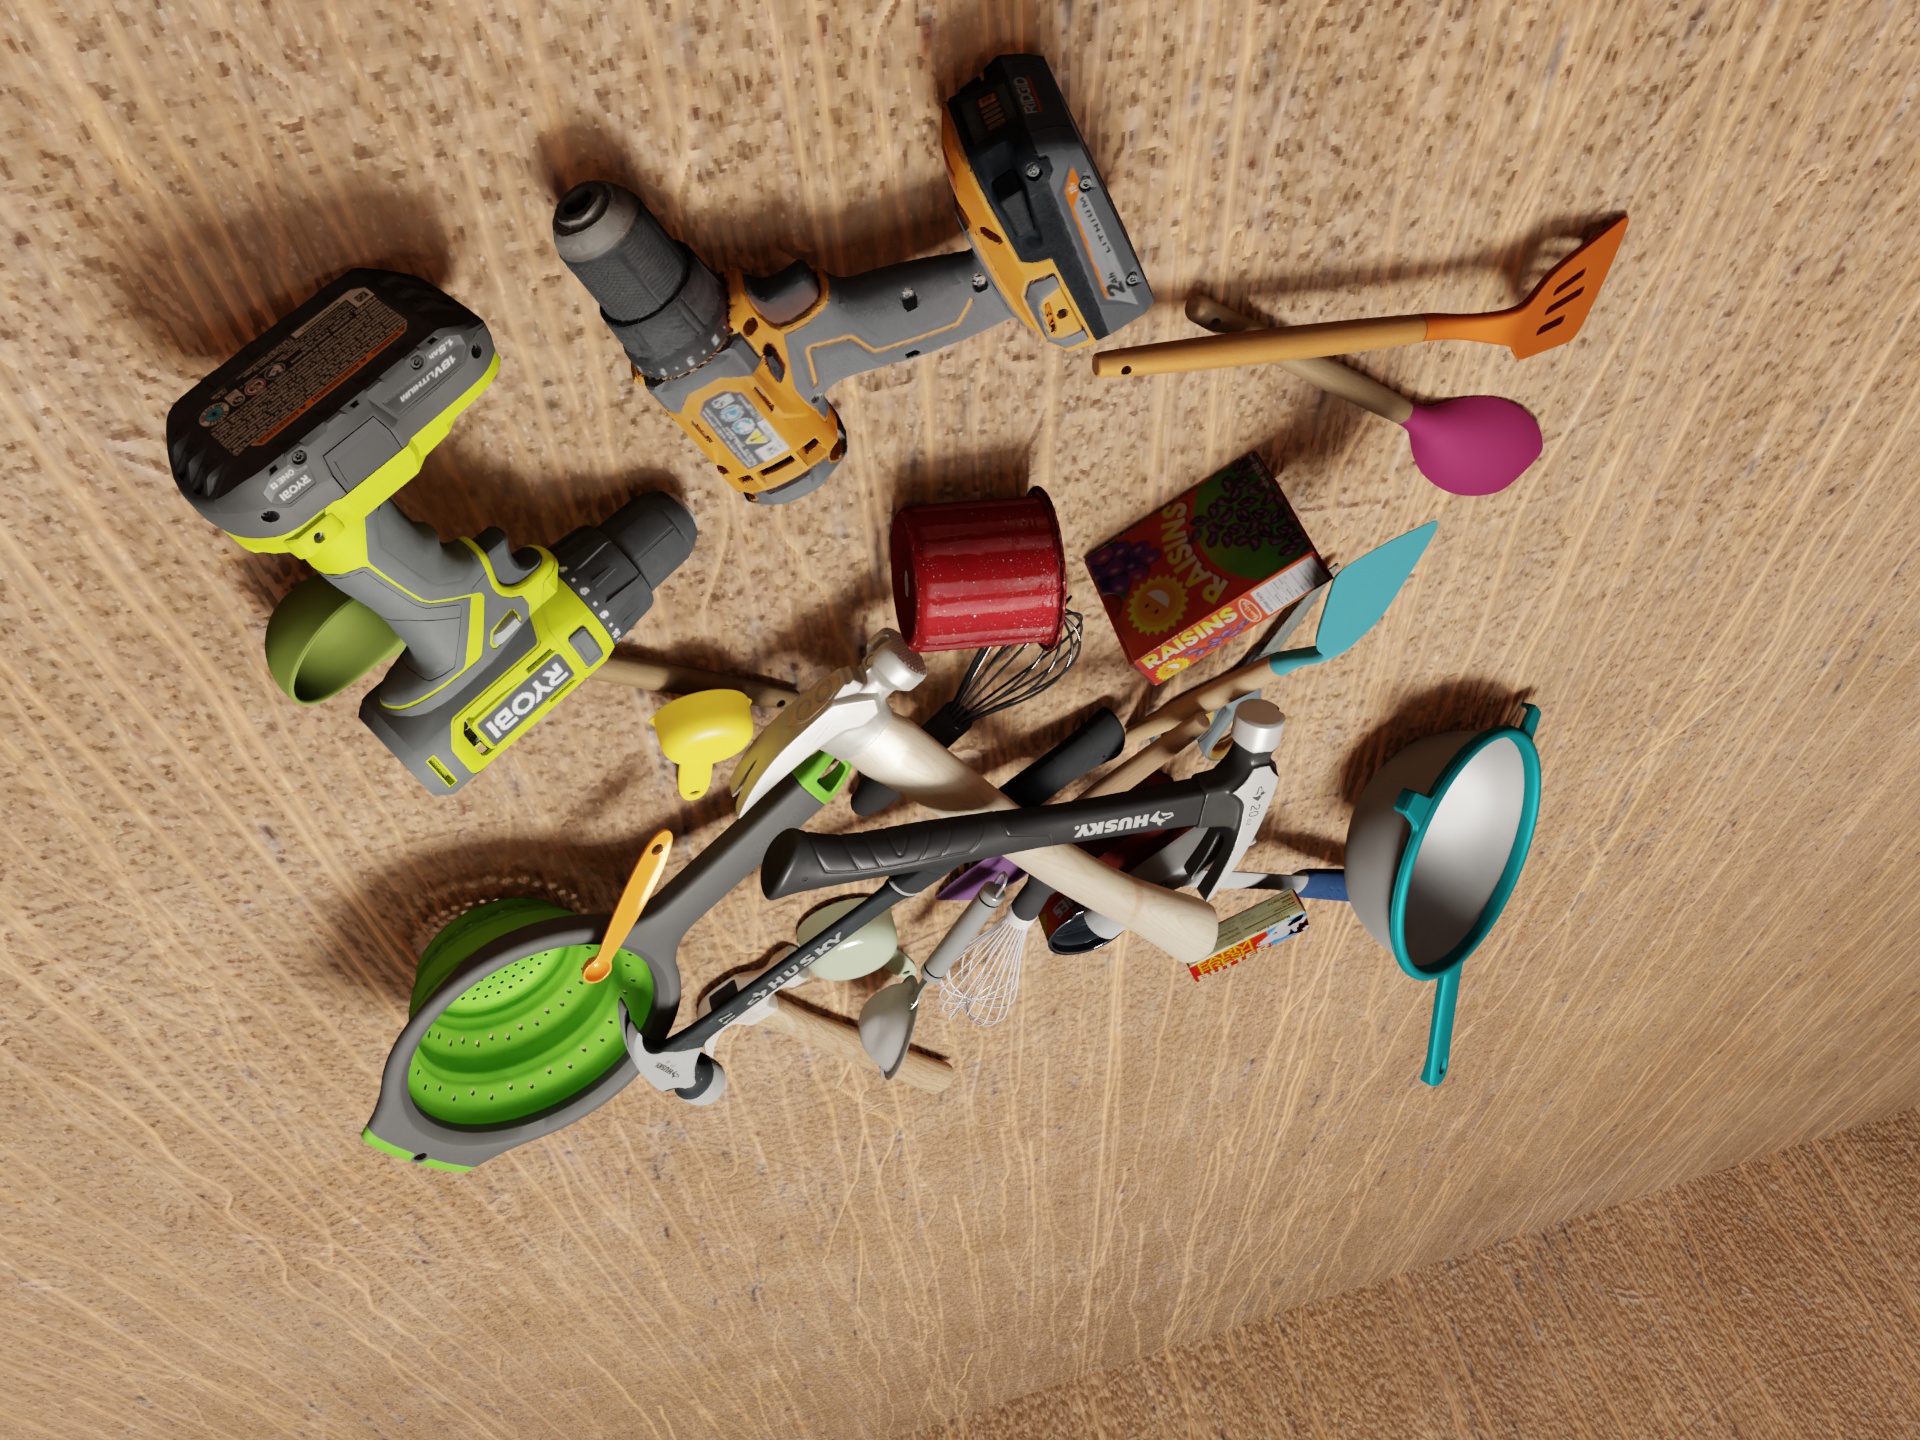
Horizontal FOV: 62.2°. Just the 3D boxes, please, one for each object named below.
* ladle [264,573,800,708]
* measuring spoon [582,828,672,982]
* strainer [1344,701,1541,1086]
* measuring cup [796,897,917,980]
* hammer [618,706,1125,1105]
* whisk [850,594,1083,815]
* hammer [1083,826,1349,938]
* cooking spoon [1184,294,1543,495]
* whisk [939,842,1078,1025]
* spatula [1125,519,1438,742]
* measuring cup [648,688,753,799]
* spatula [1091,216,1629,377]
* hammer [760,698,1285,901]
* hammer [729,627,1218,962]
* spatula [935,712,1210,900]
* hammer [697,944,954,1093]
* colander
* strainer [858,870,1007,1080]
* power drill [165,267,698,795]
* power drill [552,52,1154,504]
[{"bbox_3d":[-0.218,-0.026,0.878,0.320,0.062,0.078,10,127,-40],"label":"ladle"},{"bbox_3d":[-0.210,0.115,0.998,0.021,0.011,0.117,12,112,-48],"label":"measuring spoon"},{"bbox_3d":[0.370,0.148,1.294,0.211,0.095,0.340,-28,127,-37],"label":"strainer"},{"bbox_3d":[-0.068,0.191,1.263,0.083,0.038,0.167,-27,146,10],"label":"measuring cup"},{"bbox_3d":[-0.056,0.121,1.095,0.409,0.036,0.149,-36,149,-1],"label":"hammer"},{"bbox_3d":[-0.002,-0.004,1.028,0.055,0.055,0.239,12,139,-38],"label":"whisk"},{"bbox_3d":[0.274,0.131,1.303,0.405,0.035,0.144,9,138,-47],"label":"hammer"},{"bbox_3d":[0.240,-0.185,0.917,0.318,0.017,0.068,13,131,-39],"label":"cooking spoon"},{"bbox_3d":[0.038,0.164,1.241,0.070,0.070,0.284,-5,148,-21],"label":"whisk"},{"bbox_3d":[0.181,-0.039,0.996,0.082,0.044,0.317,-27,177,-28],"label":"spatula"},{"bbox_3d":[-0.159,0.027,0.977,0.062,0.029,0.156,-11,157,-17],"label":"measuring cup"},{"bbox_3d":[0.219,-0.211,0.847,0.322,0.041,0.081,-10,141,-15],"label":"spatula"},{"bbox_3d":[0.041,0.072,0.990,0.334,0.035,0.146,-8,130,-19],"label":"hammer"},{"bbox_3d":[0.036,0.085,1.054,0.146,0.038,0.410,-40,132,18],"label":"hammer"},{"bbox_3d":[0.079,0.071,1.148,0.059,0.018,0.316,4,151,-32],"label":"spatula"},{"bbox_3d":[-0.104,0.277,1.371,0.130,0.031,0.331,-32,144,16],"label":"hammer"},{"bbox_3d":[-0.240,0.132,1.073,0.397,0.095,0.204,-42,143,1],"label":"colander"},{"bbox_3d":[-0.027,0.200,1.249,0.050,0.087,0.258,21,127,-18],"label":"strainer"},{"bbox_3d":[-0.228,-0.090,0.735,0.190,0.080,0.228,-44,146,-15],"label":"power drill"},{"bbox_3d":[-0.048,-0.202,0.702,0.226,0.084,0.185,-24,144,14],"label":"power drill"}]
